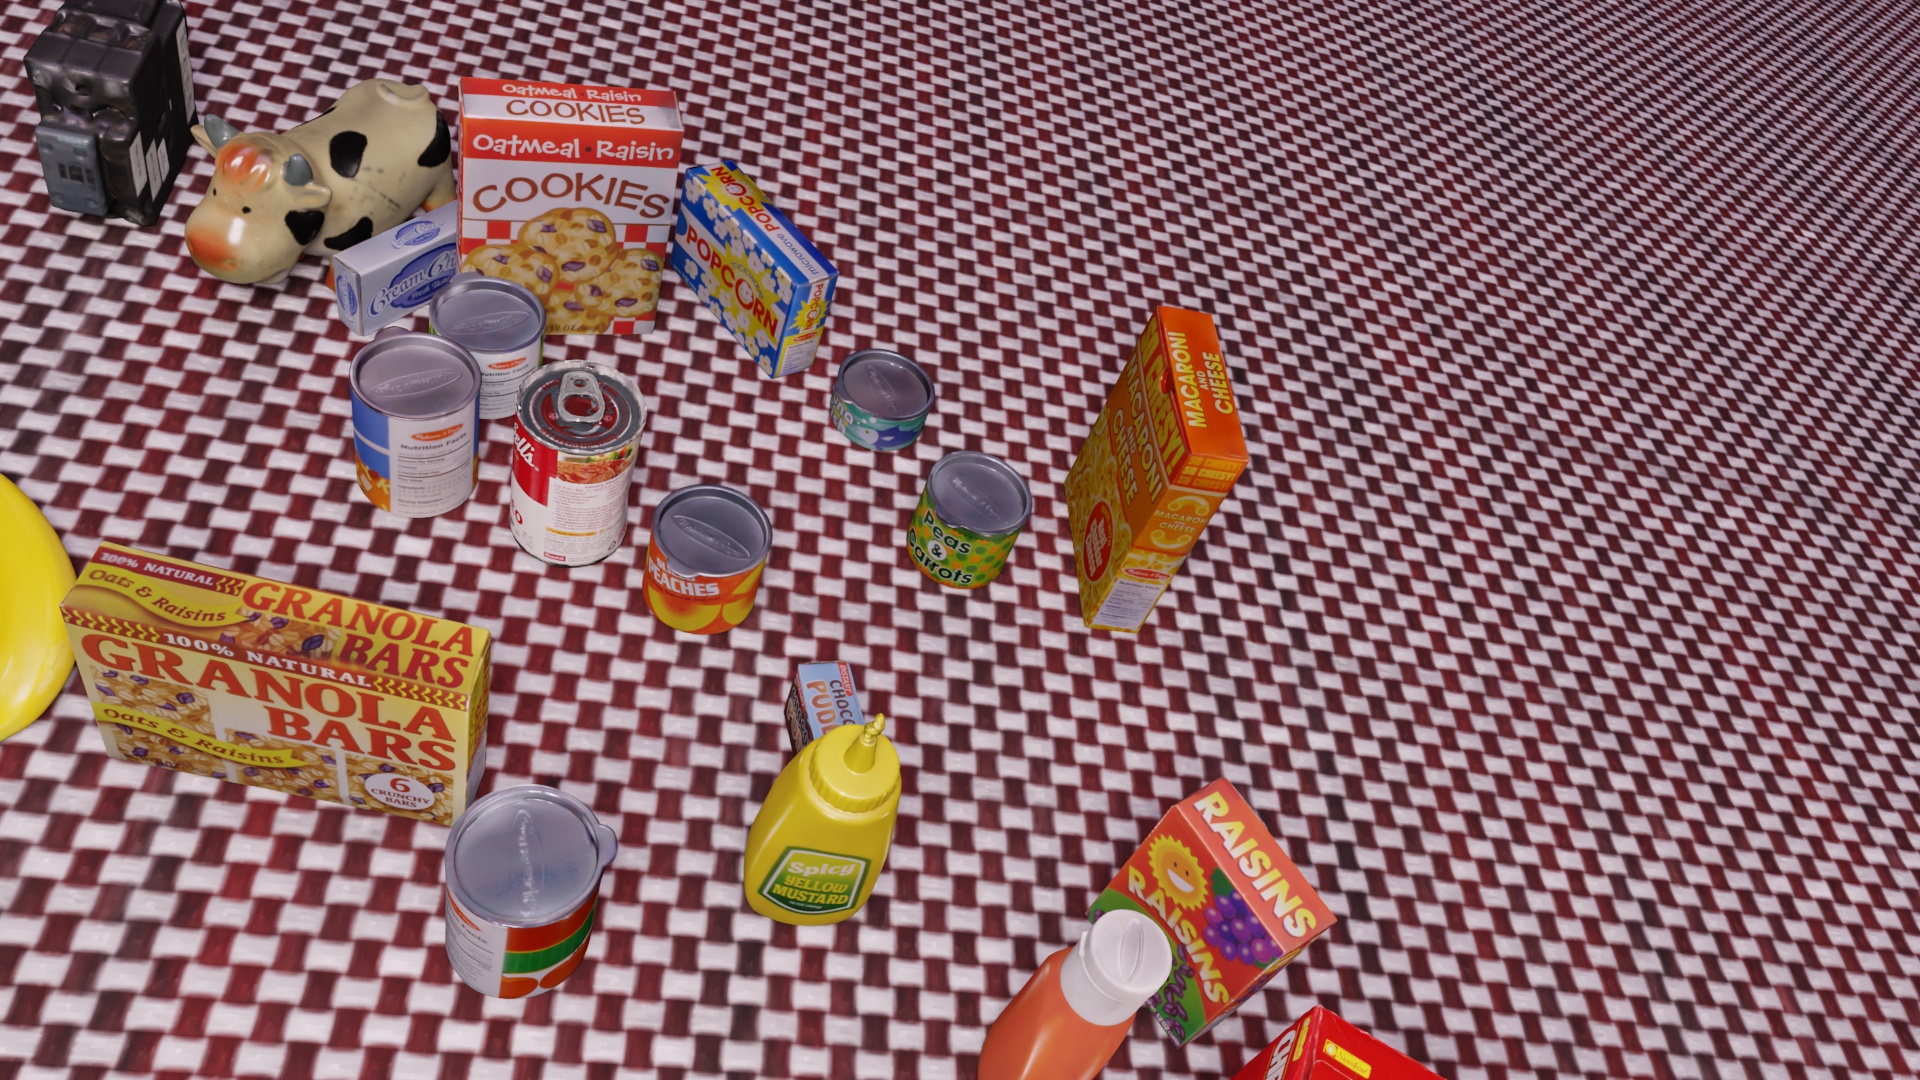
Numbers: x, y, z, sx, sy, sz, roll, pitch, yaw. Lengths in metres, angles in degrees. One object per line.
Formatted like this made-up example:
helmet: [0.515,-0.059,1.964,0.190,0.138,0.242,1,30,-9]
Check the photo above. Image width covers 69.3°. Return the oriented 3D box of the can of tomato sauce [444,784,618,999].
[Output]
can of tomato sauce: [-0.194,0.158,0.622,0.071,0.082,0.071,11,49,-12]

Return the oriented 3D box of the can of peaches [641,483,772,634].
can of peaches: [-0.145,0.013,0.782,0.071,0.057,0.071,11,48,-12]

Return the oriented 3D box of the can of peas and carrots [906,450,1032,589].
can of peas and carrots: [0.003,-0.011,0.856,0.071,0.058,0.071,11,48,-12]

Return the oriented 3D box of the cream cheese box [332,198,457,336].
cream cheese box: [-0.341,-0.173,0.869,0.024,0.053,0.104,37,48,12]

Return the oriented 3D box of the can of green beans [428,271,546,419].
can of green beans: [-0.286,-0.116,0.838,0.071,0.057,0.071,11,48,-12]

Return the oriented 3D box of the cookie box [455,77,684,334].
cookie box: [-0.243,-0.200,0.851,0.123,0.166,0.040,-4,53,-23]

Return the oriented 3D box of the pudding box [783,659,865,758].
pudding box: [-0.068,0.111,0.732,0.030,0.049,0.084,-2,52,-22]

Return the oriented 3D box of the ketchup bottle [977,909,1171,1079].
ketchup bottle: [0.049,0.213,0.622,0.043,0.148,0.065,20,47,-3]

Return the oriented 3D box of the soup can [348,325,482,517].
soup can: [-0.303,-0.065,0.771,0.071,0.083,0.072,11,49,-12]

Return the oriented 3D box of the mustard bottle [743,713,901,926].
mustard bottle: [-0.060,0.127,0.646,0.065,0.159,0.049,11,48,-12]

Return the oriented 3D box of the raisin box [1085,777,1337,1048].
raisin box: [0.120,0.186,0.689,0.040,0.122,0.086,-19,60,-32]

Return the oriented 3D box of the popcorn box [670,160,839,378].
popcorn box: [-0.140,-0.182,0.931,0.038,0.084,0.127,-26,64,-36]

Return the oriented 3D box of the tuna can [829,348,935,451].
tuna can: [-0.055,-0.093,0.922,0.071,0.032,0.071,11,48,-12]

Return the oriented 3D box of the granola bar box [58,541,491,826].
granola bar box: [-0.301,0.069,0.630,0.166,0.123,0.039,14,48,-9]

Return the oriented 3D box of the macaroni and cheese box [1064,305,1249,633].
macaroni and cheese box: [0.113,-0.041,0.850,0.040,0.165,0.124,8,49,-15]
